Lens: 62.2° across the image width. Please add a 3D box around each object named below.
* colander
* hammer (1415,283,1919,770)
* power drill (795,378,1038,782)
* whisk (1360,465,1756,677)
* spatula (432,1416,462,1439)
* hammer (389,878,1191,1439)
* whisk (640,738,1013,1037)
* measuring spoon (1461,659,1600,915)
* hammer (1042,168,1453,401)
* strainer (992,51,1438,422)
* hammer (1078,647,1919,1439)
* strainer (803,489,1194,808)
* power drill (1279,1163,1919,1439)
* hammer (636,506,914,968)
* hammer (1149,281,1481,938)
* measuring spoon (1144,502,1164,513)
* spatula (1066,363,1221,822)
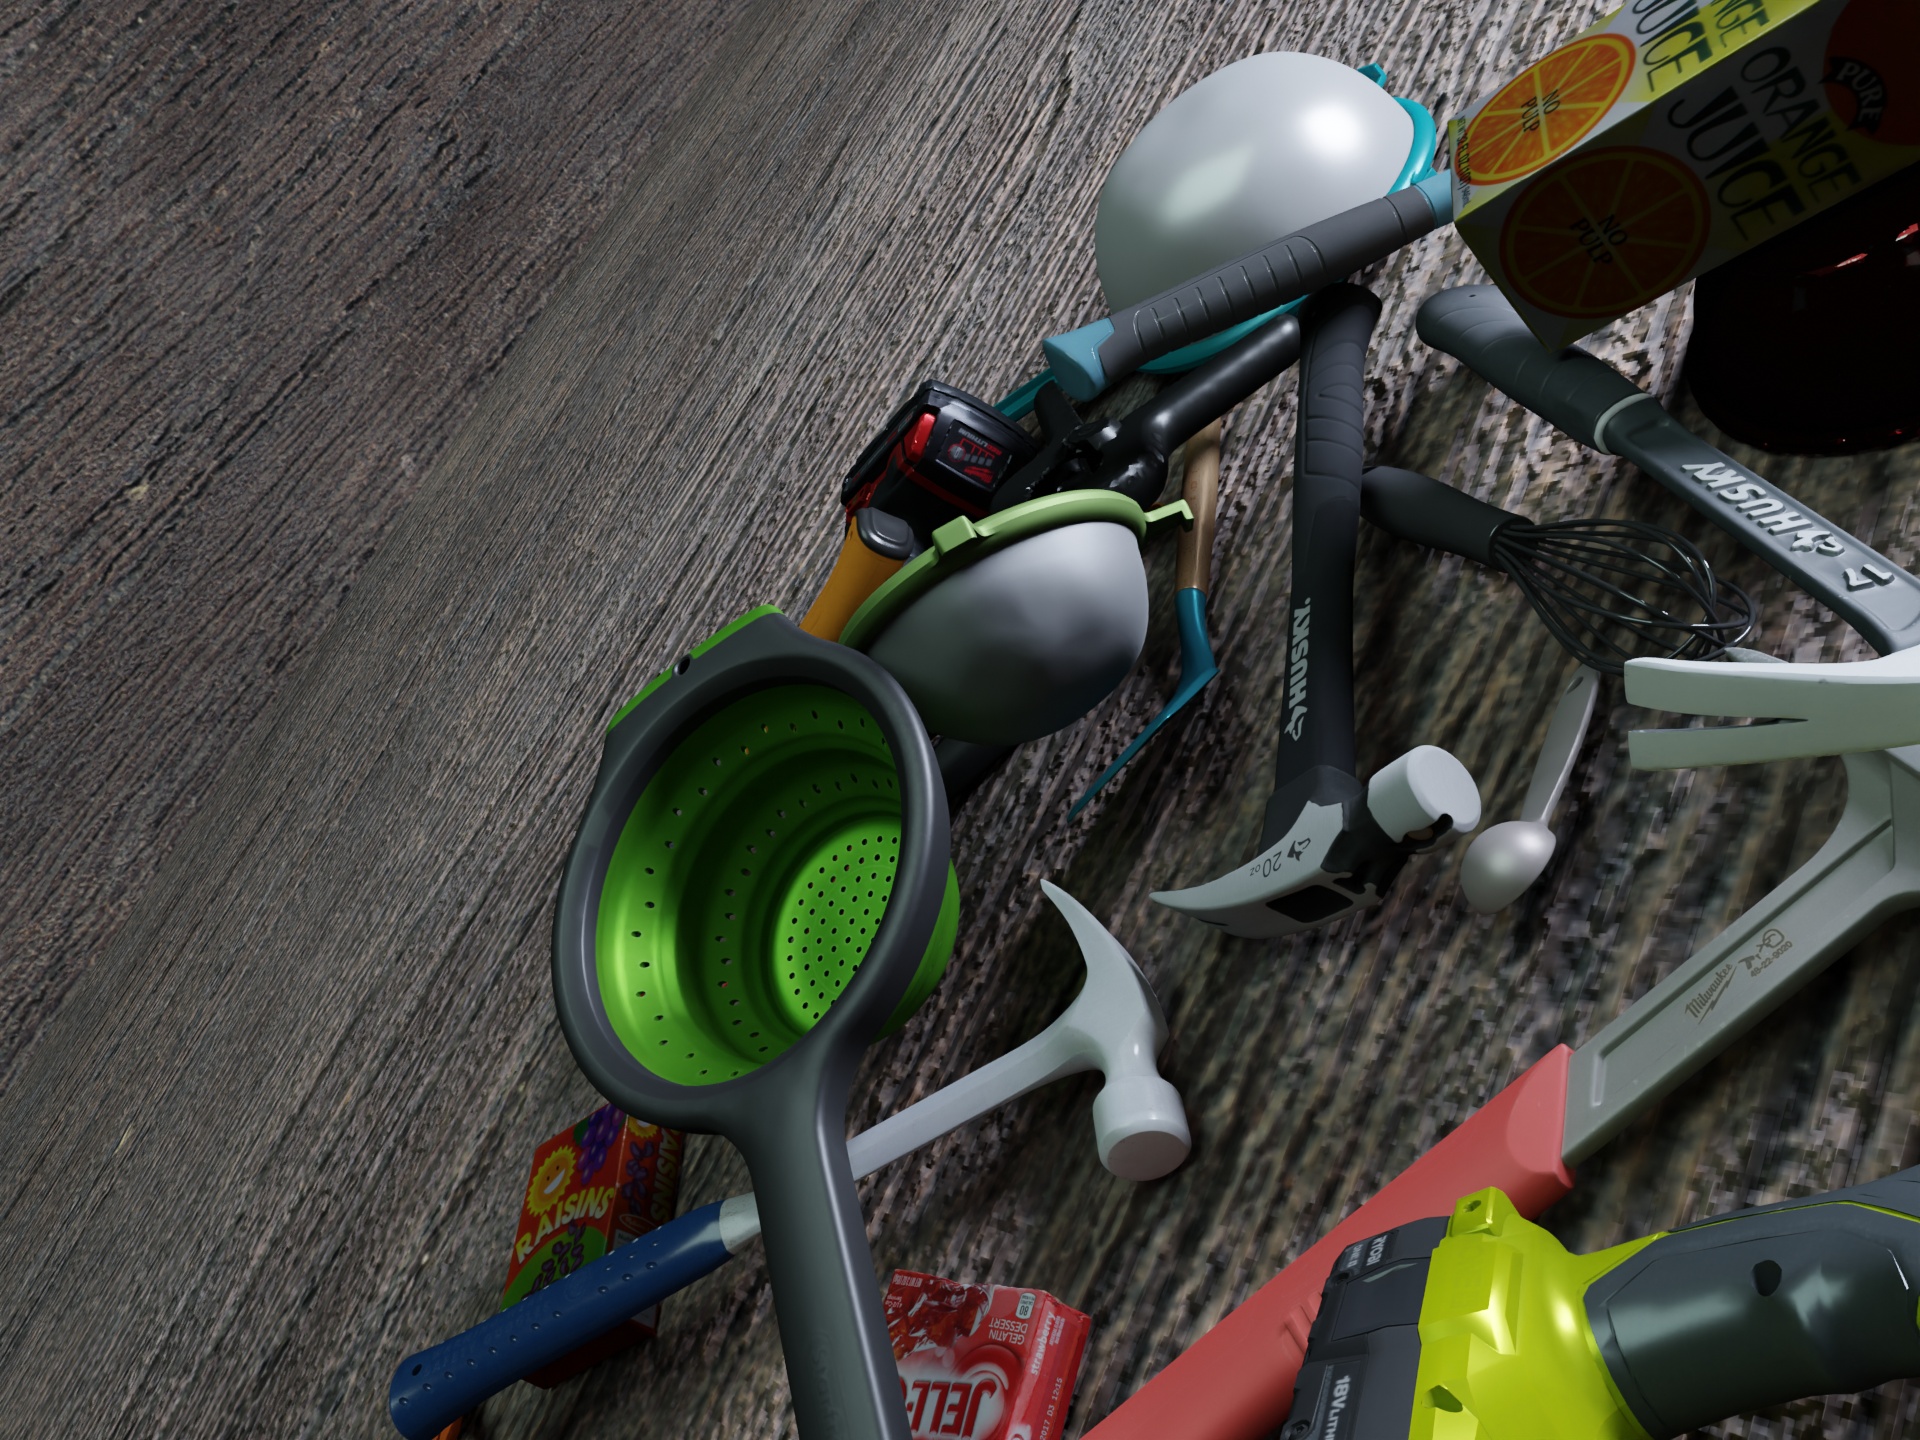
[{"bbox_3d":[-0.048,0.138,0.618,0.204,0.094,0.398,-34,50,20],"label":"colander"},{"bbox_3d":[0.230,-0.093,0.541,0.149,0.036,0.409,-13,26,4],"label":"hammer"},{"bbox_3d":[-0.016,-0.084,0.886,0.188,0.080,0.227,-40,31,46],"label":"power drill"},{"bbox_3d":[0.208,-0.065,0.609,0.055,0.055,0.239,-49,25,5],"label":"whisk"},{"bbox_3d":[-0.192,0.375,0.706,0.323,0.041,0.081,0,57,50],"label":"spatula"},{"bbox_3d":[-0.089,0.208,0.681,0.405,0.035,0.144,-32,33,18],"label":"hammer"},{"bbox_3d":[-0.060,0.079,0.817,0.296,0.073,0.073,-44,29,-1],"label":"whisk"},{"bbox_3d":[0.192,0.016,0.533,0.124,0.018,0.034,-53,2,-38],"label":"measuring spoon"},{"bbox_3d":[0.193,-0.222,0.708,0.331,0.033,0.128,-23,35,9],"label":"hammer"},{"bbox_3d":[0.099,-0.271,0.916,0.340,0.095,0.211,-31,31,25],"label":"strainer"},{"bbox_3d":[0.148,0.135,0.476,0.359,0.036,0.149,-44,30,12],"label":"hammer"},{"bbox_3d":[-0.001,-0.002,0.726,0.256,0.151,0.069,-46,65,42],"label":"strainer"},{"bbox_3d":[0.182,0.128,0.317,0.223,0.080,0.171,-32,-1,25],"label":"power drill"},{"bbox_3d":[-0.114,0.017,0.873,0.336,0.034,0.127,-54,26,37],"label":"hammer"},{"bbox_3d":[0.146,-0.063,0.654,0.146,0.035,0.335,-44,27,48],"label":"hammer"},{"bbox_3d":[0.072,-0.094,0.871,0.117,0.011,0.021,-18,43,50],"label":"measuring spoon"},{"bbox_3d":[0.105,-0.082,0.772,0.082,0.044,0.318,-52,19,45],"label":"spatula"}]
